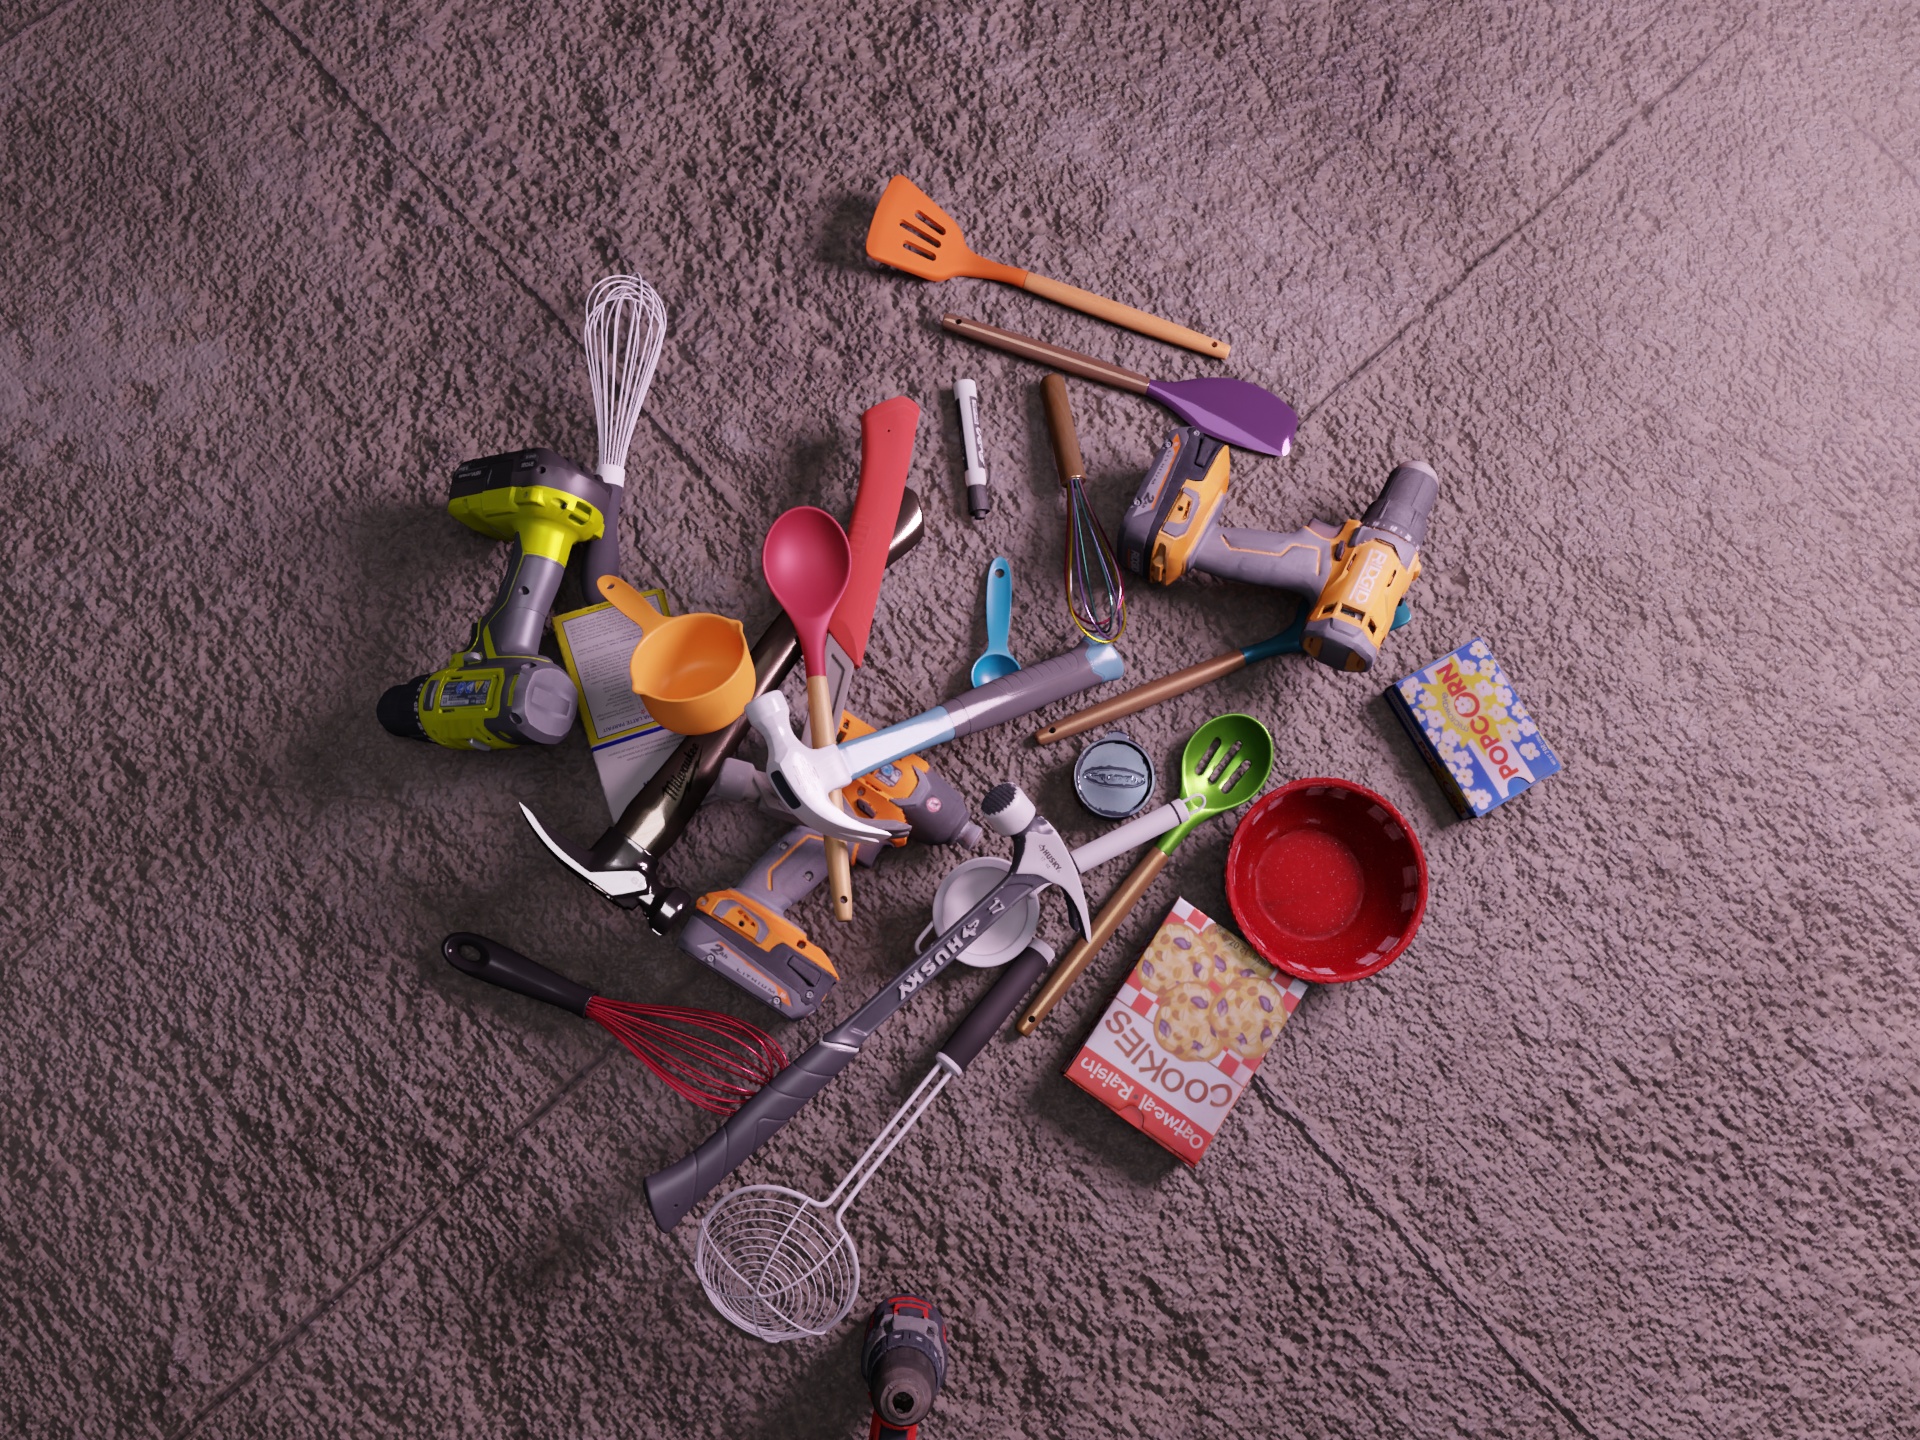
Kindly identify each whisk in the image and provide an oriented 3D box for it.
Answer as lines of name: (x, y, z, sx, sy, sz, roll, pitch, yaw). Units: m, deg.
whisk: (-0.285, -0.231, 1.307, 0.070, 0.070, 0.285, 5, 83, -2)
whisk: (0.095, -0.178, 1.311, 0.047, 0.051, 0.245, -10, 72, 0)
whisk: (-0.267, 0.227, 1.219, 0.296, 0.073, 0.073, 22, 79, 8)

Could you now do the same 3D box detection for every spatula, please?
spatula: (0.207, -0.048, 1.300, 0.317, 0.044, 0.082, -22, 66, -5)
spatula: (0.136, -0.295, 1.357, 0.316, 0.018, 0.060, 17, 75, -1)
spatula: (0.079, -0.372, 1.358, 0.322, 0.041, 0.081, 20, 78, 0)

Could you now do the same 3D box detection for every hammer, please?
hammer: (-0.072, 0.229, 1.180, 0.409, 0.036, 0.149, -42, 121, -6)
hammer: (-0.075, -0.089, 1.245, 0.149, 0.036, 0.359, 14, 71, -4)
hammer: (-0.002, -0.004, 1.210, 0.331, 0.033, 0.128, -22, 87, -36)
hammer: (-0.167, -0.037, 1.251, 0.146, 0.038, 0.411, 36, 70, -2)

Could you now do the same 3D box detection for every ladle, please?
ladle: (-0.103, -0.007, 1.184, 0.069, 0.031, 0.315, -4, 76, -13)

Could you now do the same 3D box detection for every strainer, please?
strainer: (0.079, 0.119, 1.251, 0.258, 0.050, 0.087, -26, 99, -4)

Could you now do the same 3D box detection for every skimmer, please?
skimmer: (-0.055, 0.312, 1.224, 0.127, 0.090, 0.363, 42, 70, 0)

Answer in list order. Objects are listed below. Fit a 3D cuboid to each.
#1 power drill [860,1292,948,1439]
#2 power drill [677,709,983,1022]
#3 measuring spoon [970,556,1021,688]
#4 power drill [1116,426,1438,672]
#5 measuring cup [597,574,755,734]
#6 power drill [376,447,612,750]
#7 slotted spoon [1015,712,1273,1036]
power drill: (-0.051, 0.529, 1.105, 0.080, 0.188, 0.227, 9, 83, 0)
power drill: (-0.097, 0.118, 1.236, 0.164, 0.084, 0.226, 32, 75, 3)
measuring spoon: (0.031, -0.074, 1.313, 0.042, 0.021, 0.129, 3, 70, -1)
power drill: (0.262, -0.160, 1.285, 0.226, 0.084, 0.185, 24, 73, 14)
measuring cup: (-0.223, -0.053, 1.207, 0.095, 0.052, 0.174, -36, 51, -20)
power drill: (-0.366, -0.087, 1.239, 0.190, 0.080, 0.229, -2, 71, 34)
slotted spoon: (0.143, 0.124, 1.272, 0.070, 0.031, 0.314, 38, 81, 5)
